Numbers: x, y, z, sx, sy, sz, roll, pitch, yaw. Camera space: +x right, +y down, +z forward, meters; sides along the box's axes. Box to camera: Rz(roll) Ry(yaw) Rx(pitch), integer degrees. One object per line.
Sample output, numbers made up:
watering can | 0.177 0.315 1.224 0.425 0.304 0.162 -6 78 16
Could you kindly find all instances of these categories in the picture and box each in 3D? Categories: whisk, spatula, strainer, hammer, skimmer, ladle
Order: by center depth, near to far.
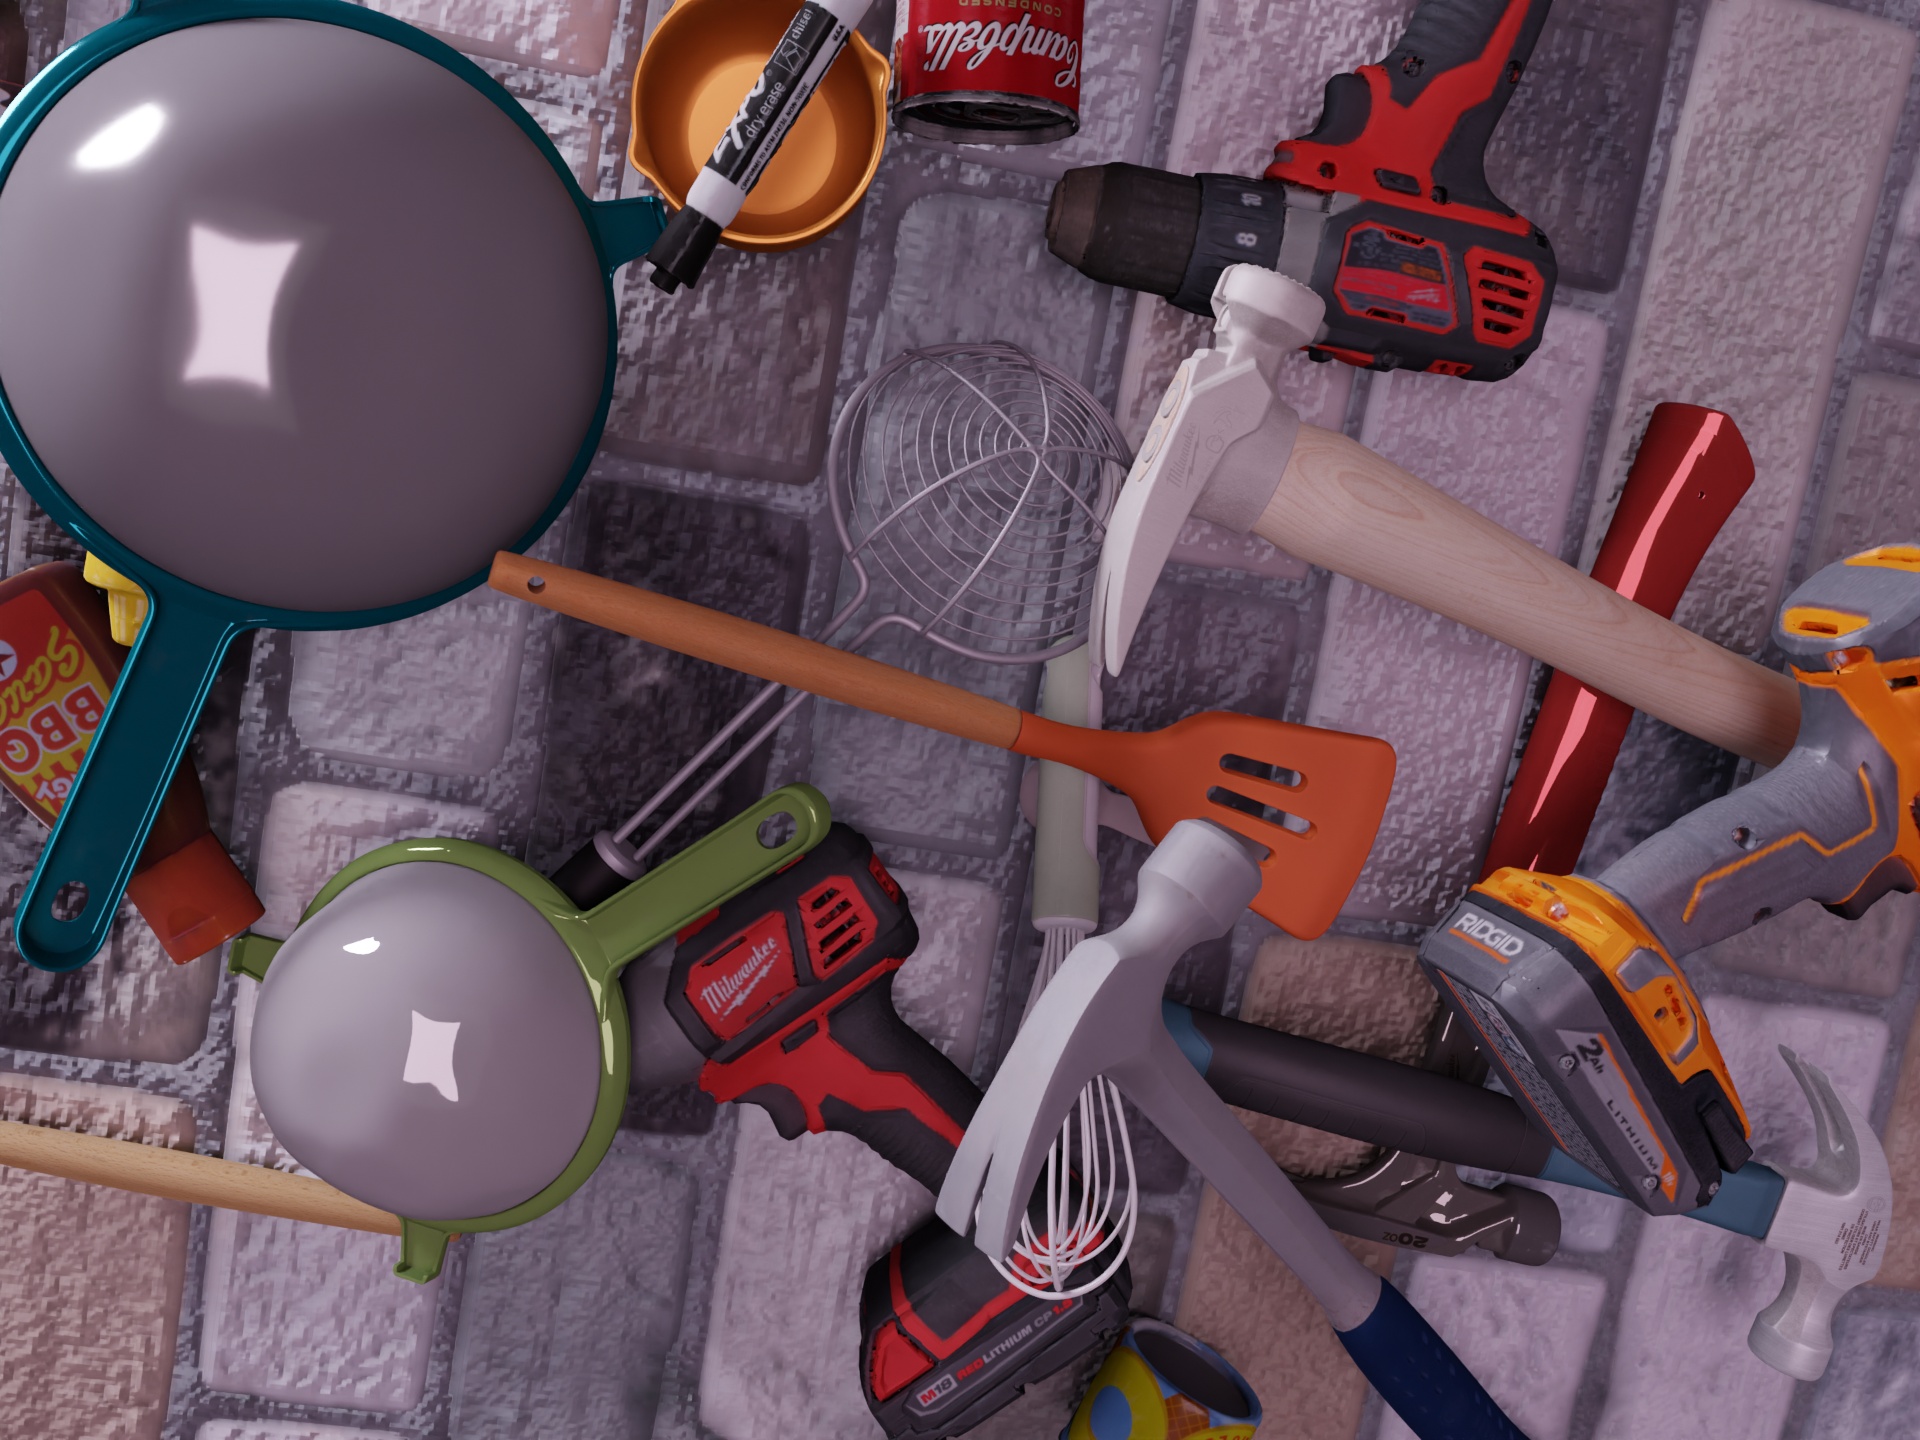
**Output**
strainer | -0.225 -0.066 0.509 0.210 0.095 0.340 23 90 -34
spatula | -0.001 -0.002 0.549 0.322 0.041 0.081 17 101 -19
strainer | -0.157 0.094 0.555 0.256 0.069 0.151 -32 85 18
hammer | 0.137 0.214 0.587 0.144 0.035 0.405 -49 124 -15
whisk | 0.039 0.084 0.589 0.059 0.057 0.246 -2 71 18
hammer | 0.247 -0.018 0.599 0.410 0.038 0.146 22 97 -15
skimmer | -0.081 0.005 0.614 0.363 0.090 0.127 -43 95 12
ladle | -0.351 0.166 0.614 0.315 0.031 0.069 14 100 -10
hammer | 0.218 0.167 0.633 0.331 0.033 0.128 16 99 -8
hammer | 0.227 0.045 0.648 0.149 0.037 0.359 16 97 -8

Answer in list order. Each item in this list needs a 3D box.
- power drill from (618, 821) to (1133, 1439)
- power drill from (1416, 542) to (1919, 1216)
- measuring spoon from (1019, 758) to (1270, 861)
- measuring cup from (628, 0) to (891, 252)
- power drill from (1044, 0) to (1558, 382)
power drill | -0.043 0.163 0.621 0.143 0.078 0.219 -34 98 0
power drill | 0.295 0.067 0.569 0.226 0.084 0.164 -40 107 -5
measuring spoon | 0.084 0.044 0.642 0.124 0.018 0.034 17 96 -8
measuring cup | -0.086 -0.251 0.563 0.095 0.052 0.173 -21 99 -2
power drill | 0.140 -0.247 0.575 0.188 0.080 0.226 10 101 -7
